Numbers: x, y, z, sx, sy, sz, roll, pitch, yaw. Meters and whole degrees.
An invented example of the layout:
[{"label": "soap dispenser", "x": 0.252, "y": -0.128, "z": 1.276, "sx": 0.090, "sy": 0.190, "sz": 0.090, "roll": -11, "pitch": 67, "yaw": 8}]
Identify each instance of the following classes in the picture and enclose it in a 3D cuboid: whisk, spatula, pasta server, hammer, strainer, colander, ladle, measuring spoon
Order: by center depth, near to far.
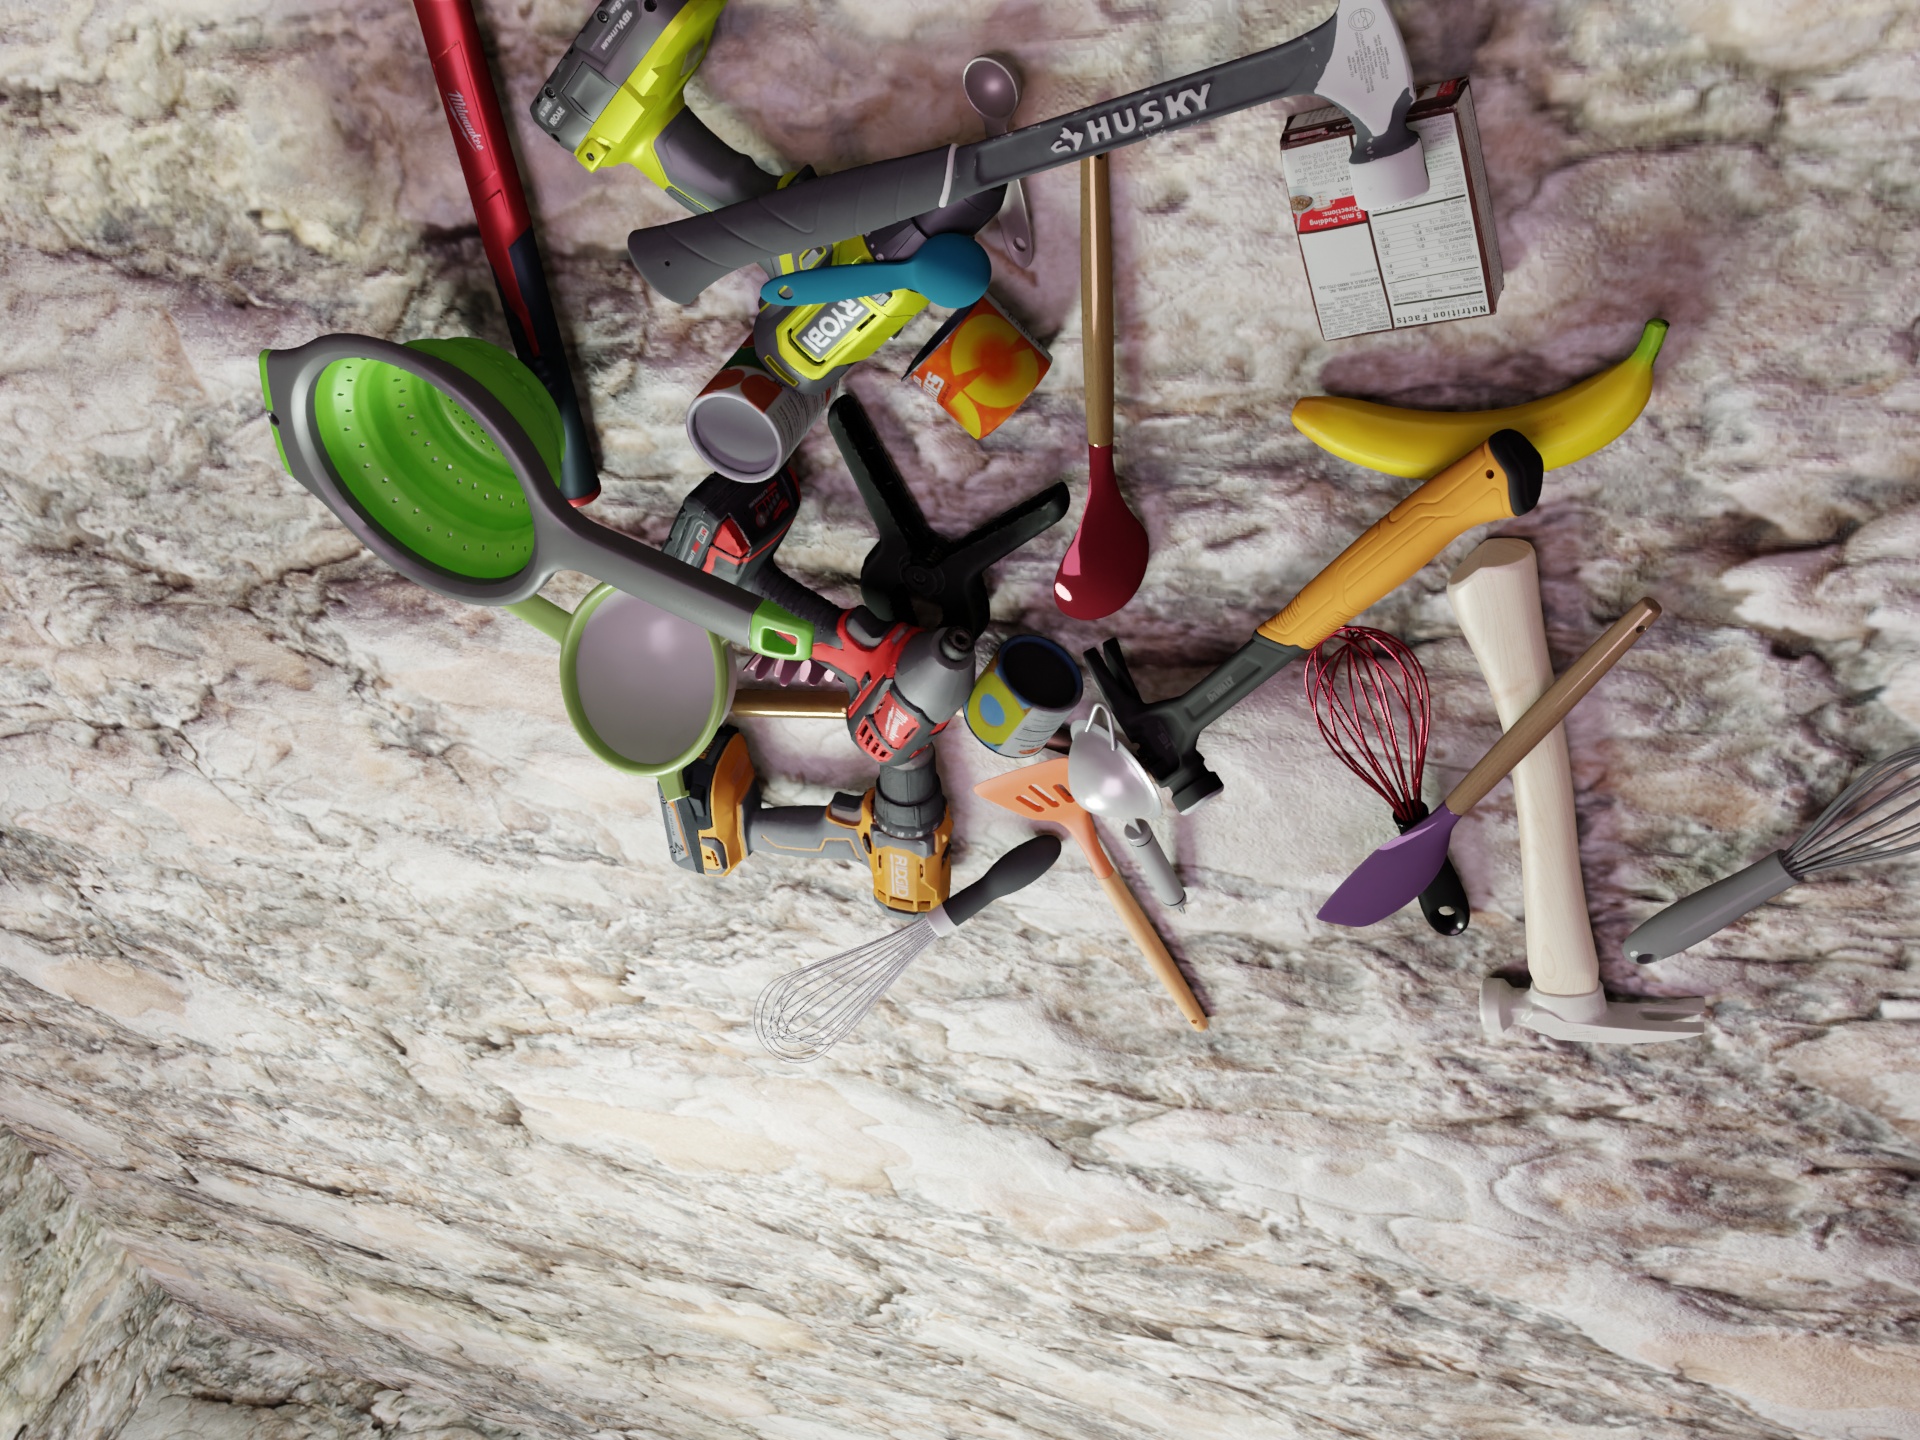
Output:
[{"label": "hammer", "x": 0.010, "y": -0.279, "z": 0.784, "sx": 0.409, "sy": 0.036, "sz": 0.149, "roll": -8, "pitch": 117, "yaw": 24}, {"label": "measuring spoon", "x": -0.047, "y": -0.232, "z": 0.854, "sx": 0.128, "sy": 0.021, "sz": 0.042, "roll": -4, "pitch": 134, "yaw": 11}, {"label": "measuring spoon", "x": 0.027, "y": -0.301, "z": 0.857, "sx": 0.034, "sy": 0.018, "sz": 0.124, "roll": 21, "pitch": 146, "yaw": 29}, {"label": "ladle", "x": 0.081, "y": -0.186, "z": 0.919, "sx": 0.031, "sy": 0.069, "sz": 0.315, "roll": 46, "pitch": 150, "yaw": 46}, {"label": "hammer", "x": 0.199, "y": -0.066, "z": 0.926, "sx": 0.127, "sy": 0.034, "sz": 0.336, "roll": 58, "pitch": 140, "yaw": 9}, {"label": "whisk", "x": 0.495, "y": 0.087, "z": 0.949, "sx": 0.055, "sy": 0.055, "sz": 0.239, "roll": 37, "pitch": 130, "yaw": -10}, {"label": "spatula", "x": 0.319, "y": 0.037, "z": 0.970, "sx": 0.059, "sy": 0.018, "sz": 0.315, "roll": 11, "pitch": 136, "yaw": -19}, {"label": "hammer", "x": -0.268, "y": -0.298, "z": 0.992, "sx": 0.143, "sy": 0.038, "sz": 0.385, "roll": 10, "pitch": 135, "yaw": 17}, {"label": "hammer", "x": 0.380, "y": 0.060, "z": 1.007, "sx": 0.146, "sy": 0.038, "sz": 0.410, "roll": -2, "pitch": 129, "yaw": 27}, {"label": "colander", "x": -0.254, "y": -0.148, "z": 1.022, "sx": 0.397, "sy": 0.094, "sz": 0.204, "roll": 24, "pitch": 140, "yaw": 10}, {"label": "whisk", "x": 0.287, "y": 0.047, "z": 1.029, "sx": 0.073, "sy": 0.073, "sz": 0.295, "roll": -4, "pitch": 135, "yaw": 30}, {"label": "strainer", "x": 0.122, "y": 0.077, "z": 1.121, "sx": 0.087, "sy": 0.050, "sz": 0.258, "roll": 37, "pitch": 167, "yaw": 40}, {"label": "pasta server", "x": -0.002, "y": -0.004, "z": 1.141, "sx": 0.316, "sy": 0.060, "sz": 0.040, "roll": 19, "pitch": 96, "yaw": 6}, {"label": "strainer", "x": -0.261, "y": -0.059, "z": 1.201, "sx": 0.256, "sy": 0.069, "sz": 0.151, "roll": 29, "pitch": 107, "yaw": 24}, {"label": "spatula", "x": 0.119, "y": 0.139, "z": 1.213, "sx": 0.081, "sy": 0.041, "sz": 0.322, "roll": -18, "pitch": 123, "yaw": 24}, {"label": "whisk", "x": -0.193, "y": -0.015, "z": 1.227, "sx": 0.245, "sy": 0.051, "sz": 0.047, "roll": 2, "pitch": 126, "yaw": 22}, {"label": "whisk", "x": -0.041, "y": 0.171, "z": 1.229, "sx": 0.284, "sy": 0.070, "sz": 0.070, "roll": -35, "pitch": 114, "yaw": 6}]

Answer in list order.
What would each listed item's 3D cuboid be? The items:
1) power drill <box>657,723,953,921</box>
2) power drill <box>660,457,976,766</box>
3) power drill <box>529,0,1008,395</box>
[{"label": "power drill", "x": -0.116, "y": 0.063, "z": 1.236, "sx": 0.226, "sy": 0.084, "sz": 0.185, "roll": 11, "pitch": 136, "yaw": 11}, {"label": "power drill", "x": -0.086, "y": -0.074, "z": 1.050, "sx": 0.219, "sy": 0.078, "sz": 0.143, "roll": 42, "pitch": 145, "yaw": -1}, {"label": "power drill", "x": -0.101, "y": -0.306, "z": 0.871, "sx": 0.228, "sy": 0.080, "sz": 0.190, "roll": 41, "pitch": 137, "yaw": -18}]
